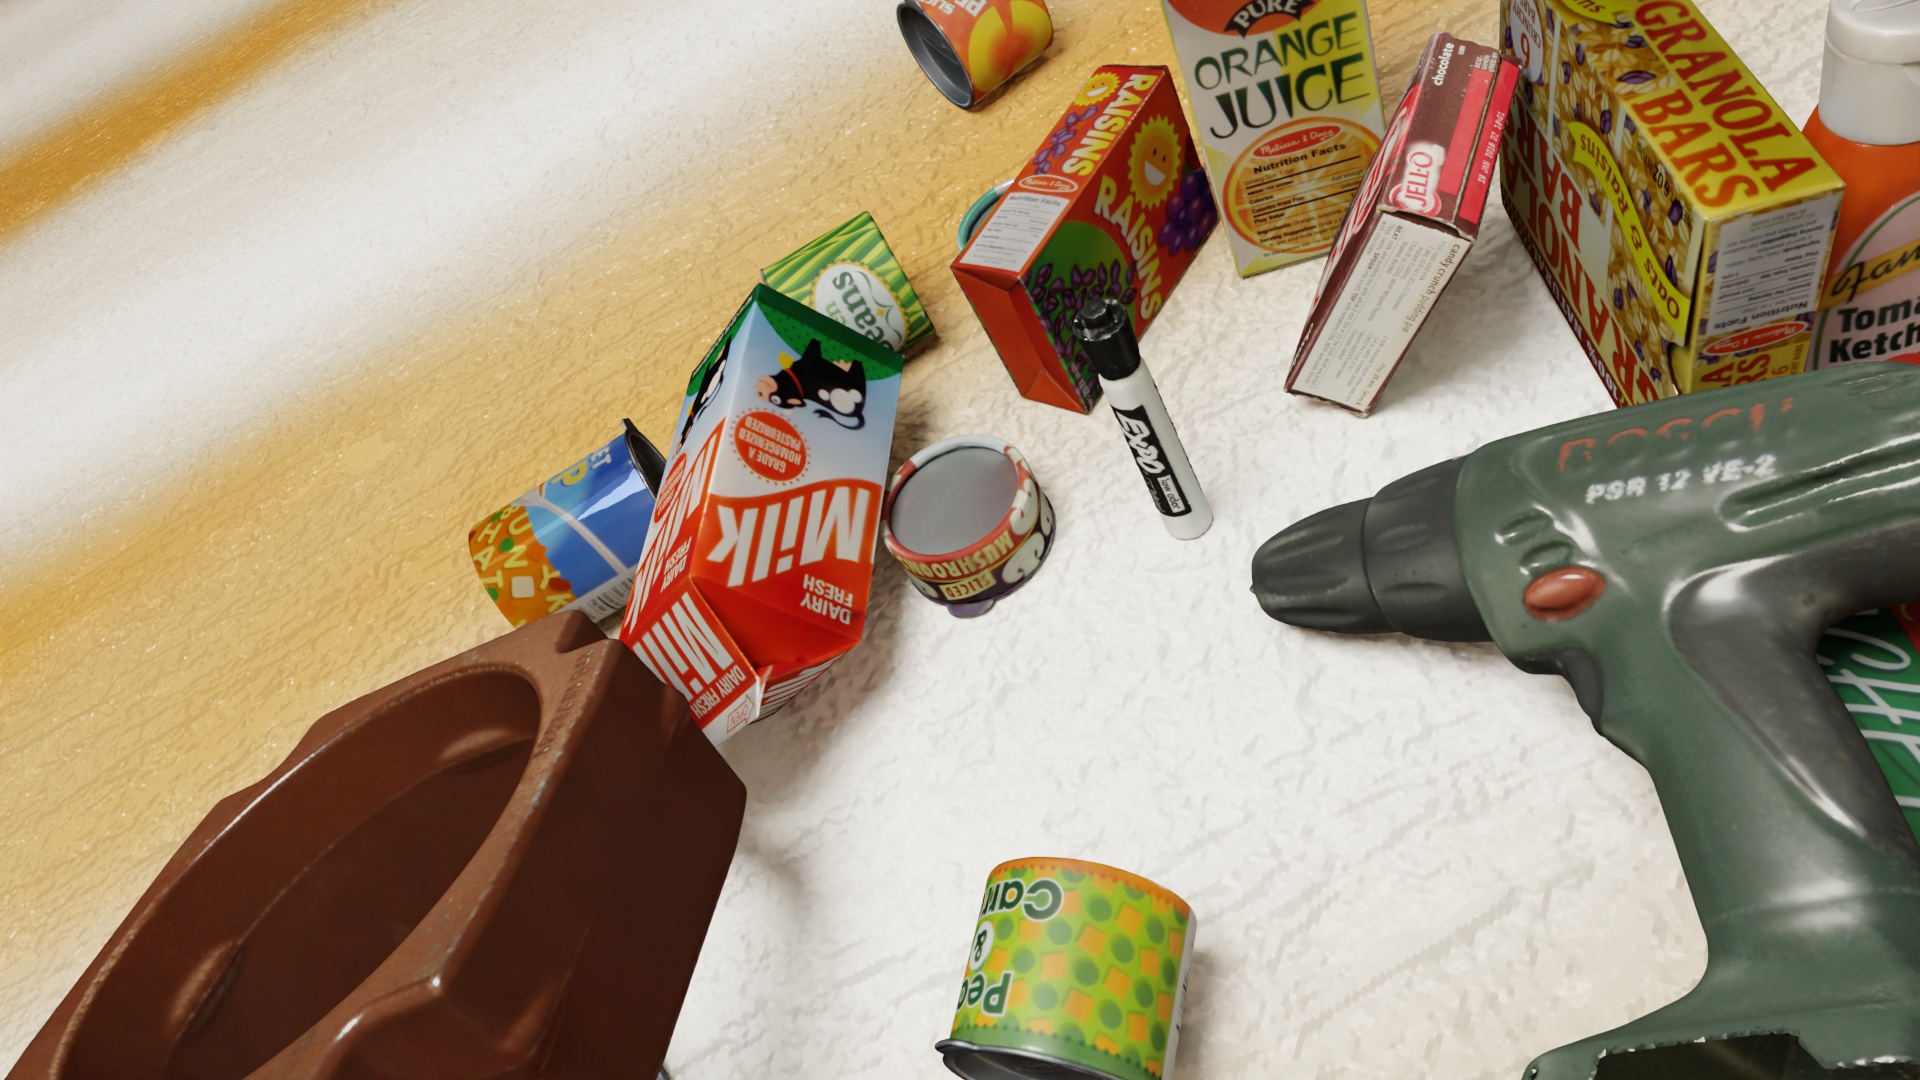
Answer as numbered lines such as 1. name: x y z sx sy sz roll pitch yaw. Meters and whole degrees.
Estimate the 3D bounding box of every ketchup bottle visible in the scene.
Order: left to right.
1. ketchup bottle: 0.277 -0.102 0.419 0.064 0.148 0.044 -18 47 13

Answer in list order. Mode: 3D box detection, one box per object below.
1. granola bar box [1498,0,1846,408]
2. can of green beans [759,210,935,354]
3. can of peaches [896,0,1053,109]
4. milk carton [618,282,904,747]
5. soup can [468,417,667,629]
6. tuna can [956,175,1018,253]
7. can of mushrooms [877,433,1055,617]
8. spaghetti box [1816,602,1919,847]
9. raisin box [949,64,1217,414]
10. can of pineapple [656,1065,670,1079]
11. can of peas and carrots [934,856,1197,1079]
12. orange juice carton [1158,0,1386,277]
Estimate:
1. granola bar box: 0.228 -0.116 0.470 0.039 0.123 0.166 -15 49 10
2. can of green beans: -0.052 -0.111 0.647 0.058 0.071 0.071 -29 47 3
3. can of peaches: 0.007 -0.278 0.745 0.058 0.071 0.071 -38 47 -7
4. milk carton: -0.080 -0.002 0.554 0.072 0.073 0.191 -40 34 45
5. soup can: -0.164 -0.003 0.615 0.084 0.071 0.071 -31 47 2
6. tuna can: 0.033 -0.137 0.647 0.071 0.032 0.071 -14 49 17
7. can of mushrooms: 0.002 -0.007 0.560 0.071 0.033 0.071 -13 50 16
8. spaghetti box: 0.266 0.080 0.363 0.050 0.028 0.251 -19 49 14
9. raisin box: 0.057 -0.129 0.593 0.040 0.085 0.124 17 64 38
10. can of pineapple: -0.131 0.190 0.447 0.058 0.070 0.071 -34 47 -1
11. can of peas and carrots: 0.031 0.132 0.411 0.071 0.070 0.059 -1 54 26
12. orange juice carton: 0.120 -0.204 0.548 0.073 0.192 0.072 -14 49 16
